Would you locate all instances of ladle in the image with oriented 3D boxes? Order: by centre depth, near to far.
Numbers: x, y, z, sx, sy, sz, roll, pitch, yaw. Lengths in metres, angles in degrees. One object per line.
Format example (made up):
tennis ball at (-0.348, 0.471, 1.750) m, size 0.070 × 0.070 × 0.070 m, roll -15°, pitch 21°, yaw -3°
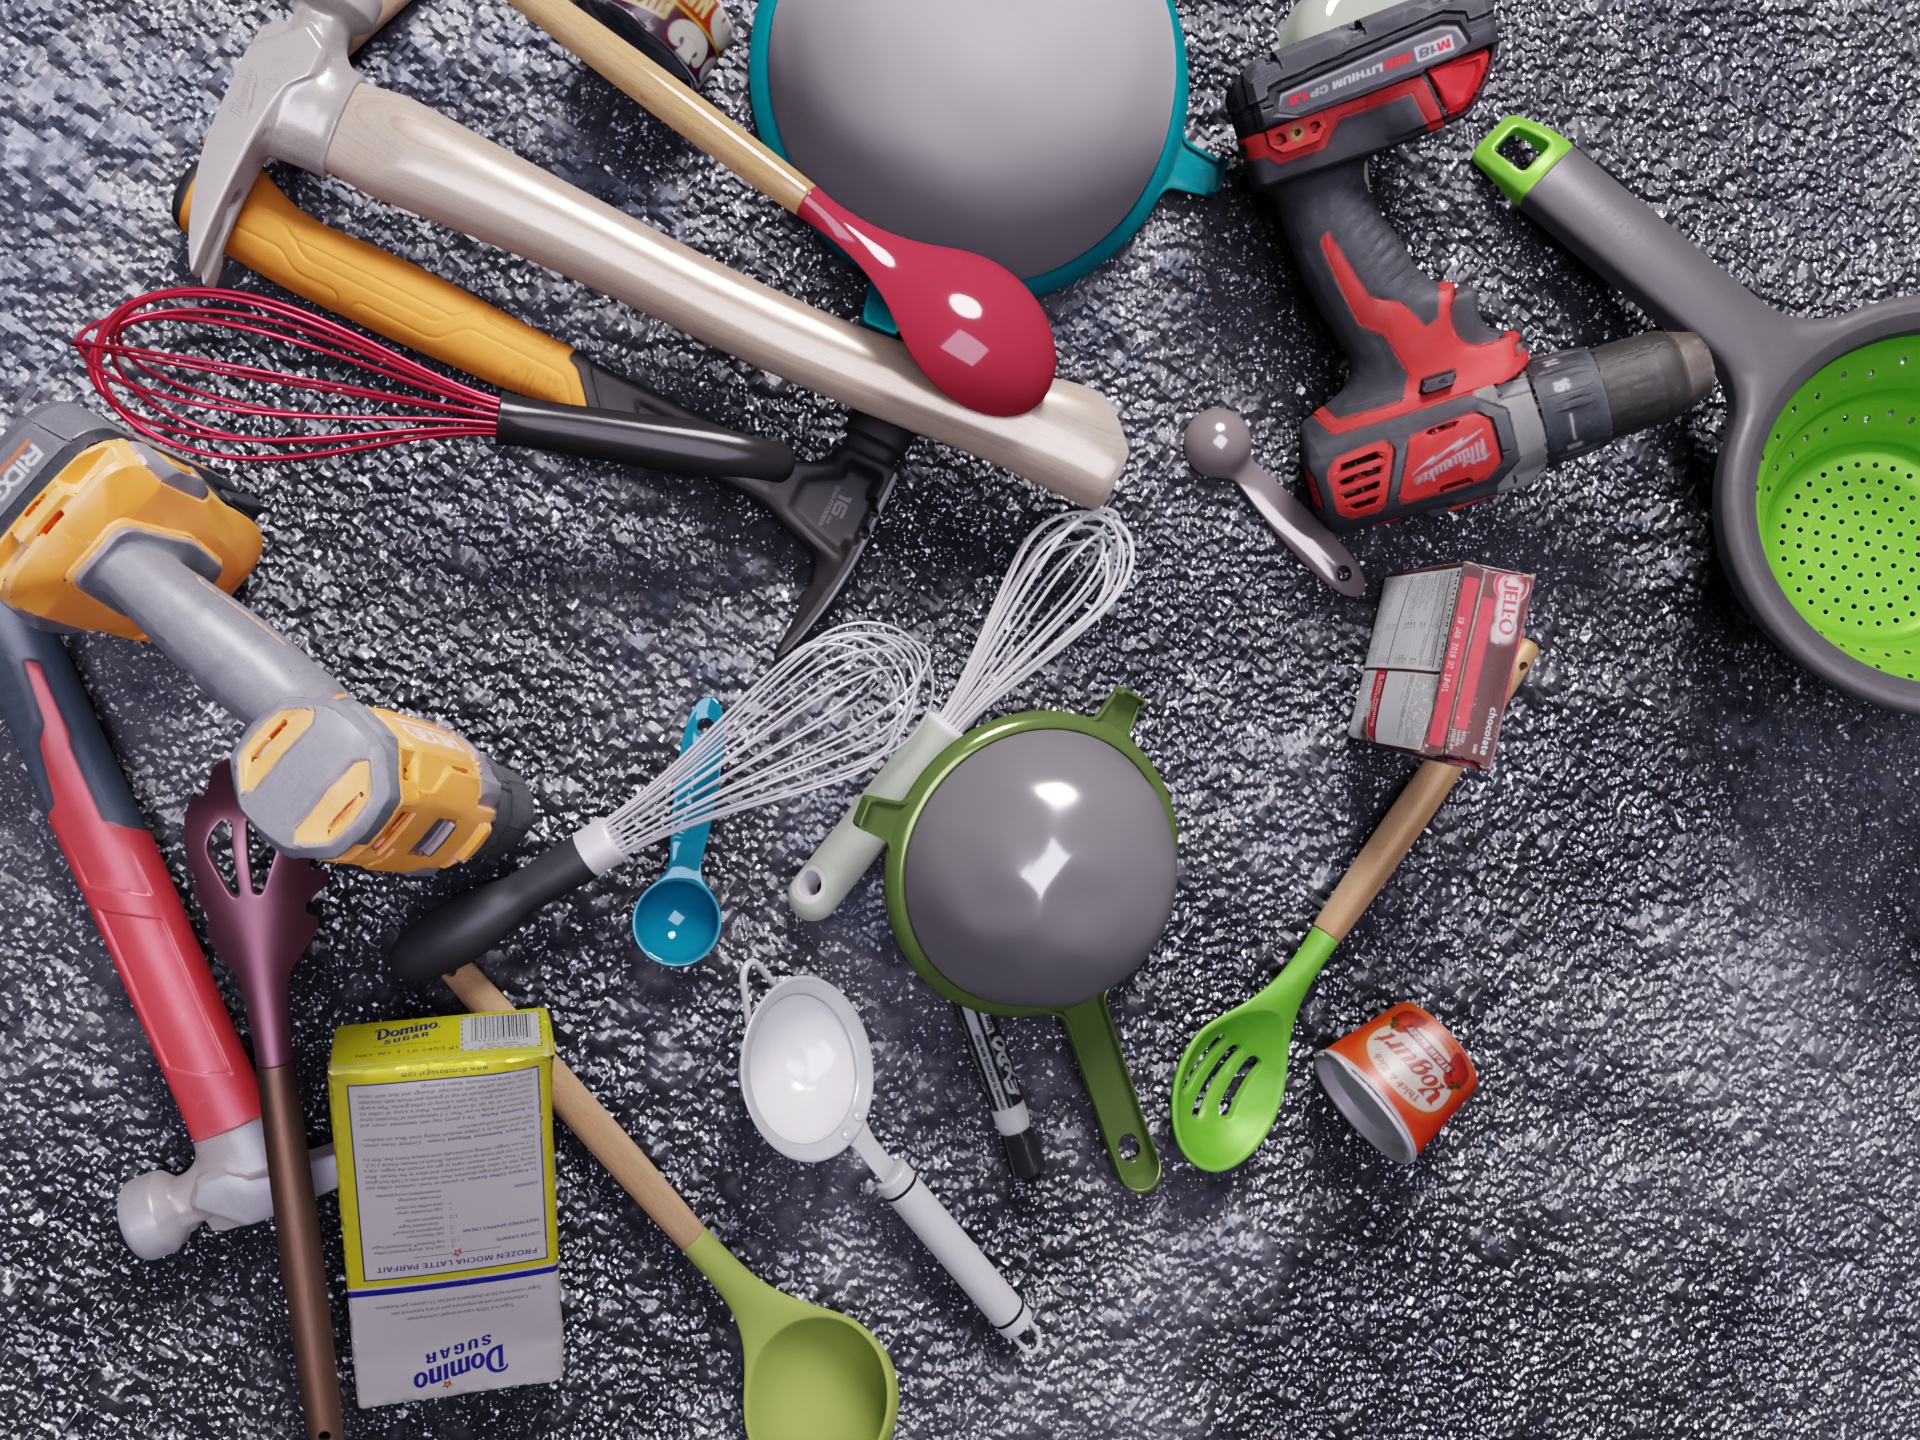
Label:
ladle at (-0.087, -0.239, 0.683) m, size 0.315 × 0.031 × 0.069 m, roll 36°, pitch 66°, yaw -3°
ladle at (-0.144, 0.229, 0.748) m, size 0.078 × 0.062 × 0.320 m, roll -39°, pitch 96°, yaw 0°

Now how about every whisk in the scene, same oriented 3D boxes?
whisk at (-0.217, -0.132, 0.678) m, size 0.295 × 0.073 × 0.073 m, roll 7°, pitch 93°, yaw -14°
whisk at (-0.136, 0.041, 0.724) m, size 0.284 × 0.070 × 0.070 m, roll -31°, pitch 98°, yaw -1°
whisk at (-0.001, -0.002, 0.761) m, size 0.058 × 0.059 × 0.246 m, roll 40°, pitch 92°, yaw 28°

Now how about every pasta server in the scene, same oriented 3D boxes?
pasta server at (-0.297, 0.174, 0.701) m, size 0.060 × 0.040 × 0.316 m, roll -6°, pitch 98°, yaw -11°

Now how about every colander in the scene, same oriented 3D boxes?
colander at (0.409, -0.153, 0.796) m, size 0.397 × 0.094 × 0.204 m, roll 44°, pitch 90°, yaw 9°

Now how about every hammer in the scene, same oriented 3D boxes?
hammer at (-0.121, -0.180, 0.702) m, size 0.410 × 0.038 × 0.146 m, roll 23°, pitch 86°, yaw -9°
hammer at (-0.370, 0.040, 0.711) m, size 0.143 × 0.038 × 0.386 m, roll -21°, pitch 96°, yaw -8°
hammer at (-0.196, -0.153, 0.726) m, size 0.336 × 0.034 × 0.127 m, roll 26°, pitch 89°, yaw -9°

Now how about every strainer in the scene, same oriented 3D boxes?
strainer at (-0.014, -0.359, 0.707) m, size 0.211 × 0.095 × 0.340 m, roll -25°, pitch 98°, yaw -6°
strainer at (0.061, 0.122, 0.746) m, size 0.151 × 0.069 × 0.256 m, roll -23°, pitch 106°, yaw -15°
strainer at (-0.038, 0.218, 0.770) m, size 0.258 × 0.050 × 0.087 m, roll 53°, pitch 42°, yaw -13°

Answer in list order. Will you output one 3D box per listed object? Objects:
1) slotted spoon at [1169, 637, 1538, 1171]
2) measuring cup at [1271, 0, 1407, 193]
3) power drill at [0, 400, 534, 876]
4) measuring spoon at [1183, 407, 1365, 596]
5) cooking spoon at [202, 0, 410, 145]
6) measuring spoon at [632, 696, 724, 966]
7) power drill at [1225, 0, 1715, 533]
slotted spoon at (0.200, 0.088, 0.803) m, size 0.070 × 0.031 × 0.314 m, roll 38°, pitch 85°, yaw -25°
measuring cup at (0.196, -0.281, 0.771) m, size 0.083 × 0.038 × 0.167 m, roll -1°, pitch 92°, yaw -8°
power drill at (-0.284, -0.020, 0.672) m, size 0.226 × 0.185 × 0.084 m, roll 41°, pitch 89°, yaw 10°
measuring spoon at (0.160, -0.106, 0.788) m, size 0.124 × 0.018 × 0.034 m, roll 44°, pitch 87°, yaw -9°
cooking spoon at (-0.218, -0.362, 0.713) m, size 0.319 × 0.017 × 0.069 m, roll -43°, pitch 67°, yaw -2°
measuring spoon at (-0.128, 0.053, 0.761) m, size 0.042 × 0.021 × 0.129 m, roll 8°, pitch 84°, yaw -1°
power drill at (0.230, -0.212, 0.731) m, size 0.188 × 0.080 × 0.226 m, roll -16°, pitch 106°, yaw 13°
